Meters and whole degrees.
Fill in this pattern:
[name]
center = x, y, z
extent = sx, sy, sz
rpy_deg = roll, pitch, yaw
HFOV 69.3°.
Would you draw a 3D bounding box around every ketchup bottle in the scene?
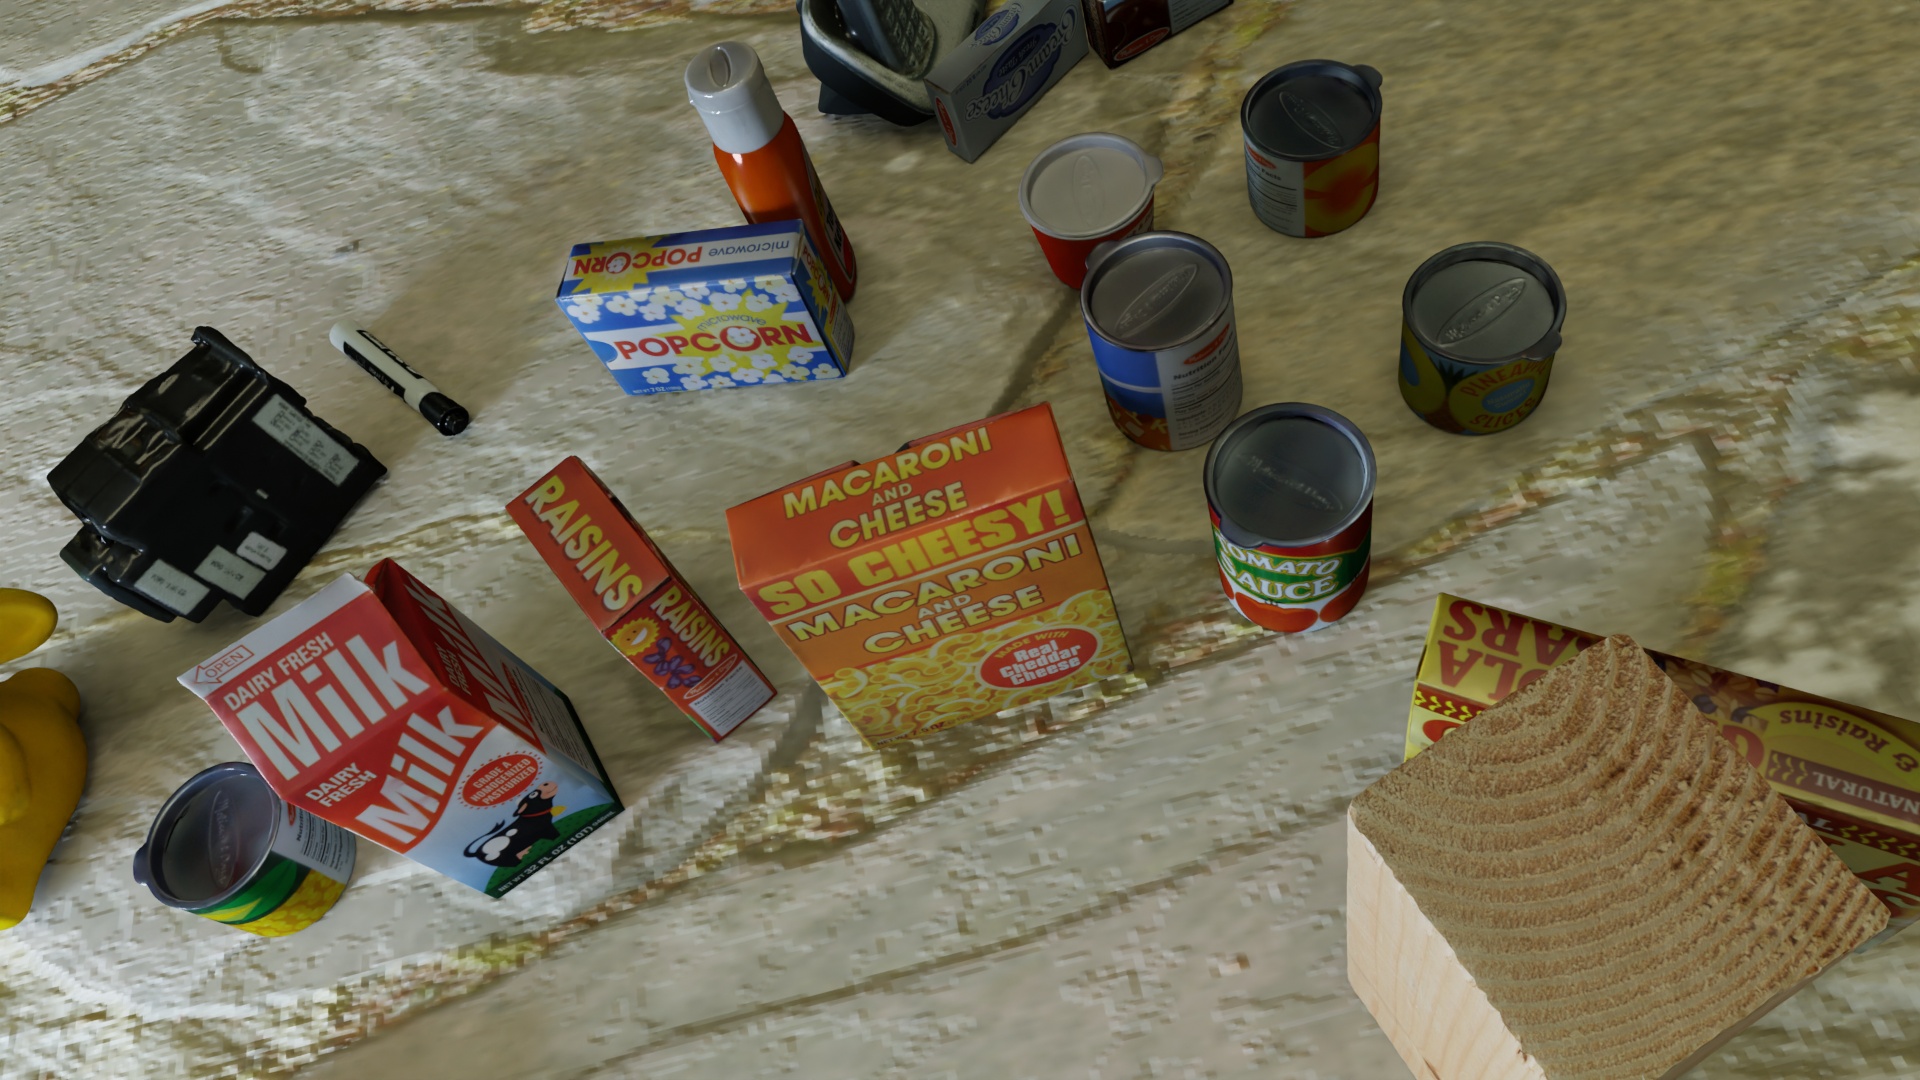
[ketchup bottle]
center = -0.094, -0.182, 0.701
extent = 0.043, 0.148, 0.065
rpy_deg = -18, 59, 5

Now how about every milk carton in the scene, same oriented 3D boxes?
[milk carton]
center = -0.221, 0.074, 0.564
extent = 0.072, 0.189, 0.073
rpy_deg = -34, 59, -5

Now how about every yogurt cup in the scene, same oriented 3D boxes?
[yogurt cup]
center = 0.067, -0.163, 0.703
extent = 0.072, 0.053, 0.073
rpy_deg = -6, 60, 11

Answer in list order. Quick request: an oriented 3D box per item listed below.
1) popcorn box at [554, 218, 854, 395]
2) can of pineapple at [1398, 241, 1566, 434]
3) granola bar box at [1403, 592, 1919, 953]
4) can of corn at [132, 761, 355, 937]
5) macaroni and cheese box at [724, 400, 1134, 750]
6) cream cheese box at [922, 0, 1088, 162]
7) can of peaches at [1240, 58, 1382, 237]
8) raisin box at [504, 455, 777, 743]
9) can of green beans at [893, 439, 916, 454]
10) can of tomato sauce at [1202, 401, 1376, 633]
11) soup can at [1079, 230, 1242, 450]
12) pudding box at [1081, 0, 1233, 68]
[popcorn box]
center = -0.127, -0.117, 0.709
extent = 0.127, 0.085, 0.038
rpy_deg = -3, 61, 13
[can of pineapple]
center = 0.229, -0.087, 0.614
extent = 0.071, 0.057, 0.071
rpy_deg = -6, 60, 11
[granola bar box]
center = 0.239, 0.082, 0.477
extent = 0.165, 0.123, 0.039
rpy_deg = 17, 67, 23
[can of corn]
center = -0.323, 0.142, 0.630
extent = 0.071, 0.058, 0.071
rpy_deg = -6, 60, 11
[macaroni and cheese box]
center = -0.005, 0.021, 0.551
extent = 0.124, 0.165, 0.040
rpy_deg = -18, 59, 4
[cream cheese box]
center = 0.027, -0.264, 0.771
extent = 0.024, 0.053, 0.104
rpy_deg = 37, 75, 29
[can of peaches]
center = 0.176, -0.195, 0.689
extent = 0.071, 0.058, 0.071
rpy_deg = -6, 60, 11
[raisin box]
center = -0.136, 0.028, 0.608
extent = 0.040, 0.123, 0.086
rpy_deg = -40, 59, -8
[can of green beans]
center = 0.003, -0.006, 0.628
extent = 0.071, 0.057, 0.071
rpy_deg = -6, 60, 11
[can of tomato sauce]
center = 0.137, -0.006, 0.578
extent = 0.071, 0.082, 0.071
rpy_deg = -6, 60, 11
[soup can]
center = 0.092, -0.091, 0.638
extent = 0.071, 0.083, 0.071
rpy_deg = -6, 60, 11
[pudding box]
center = 0.110, -0.308, 0.776
extent = 0.084, 0.049, 0.030
rpy_deg = -30, 58, -3
